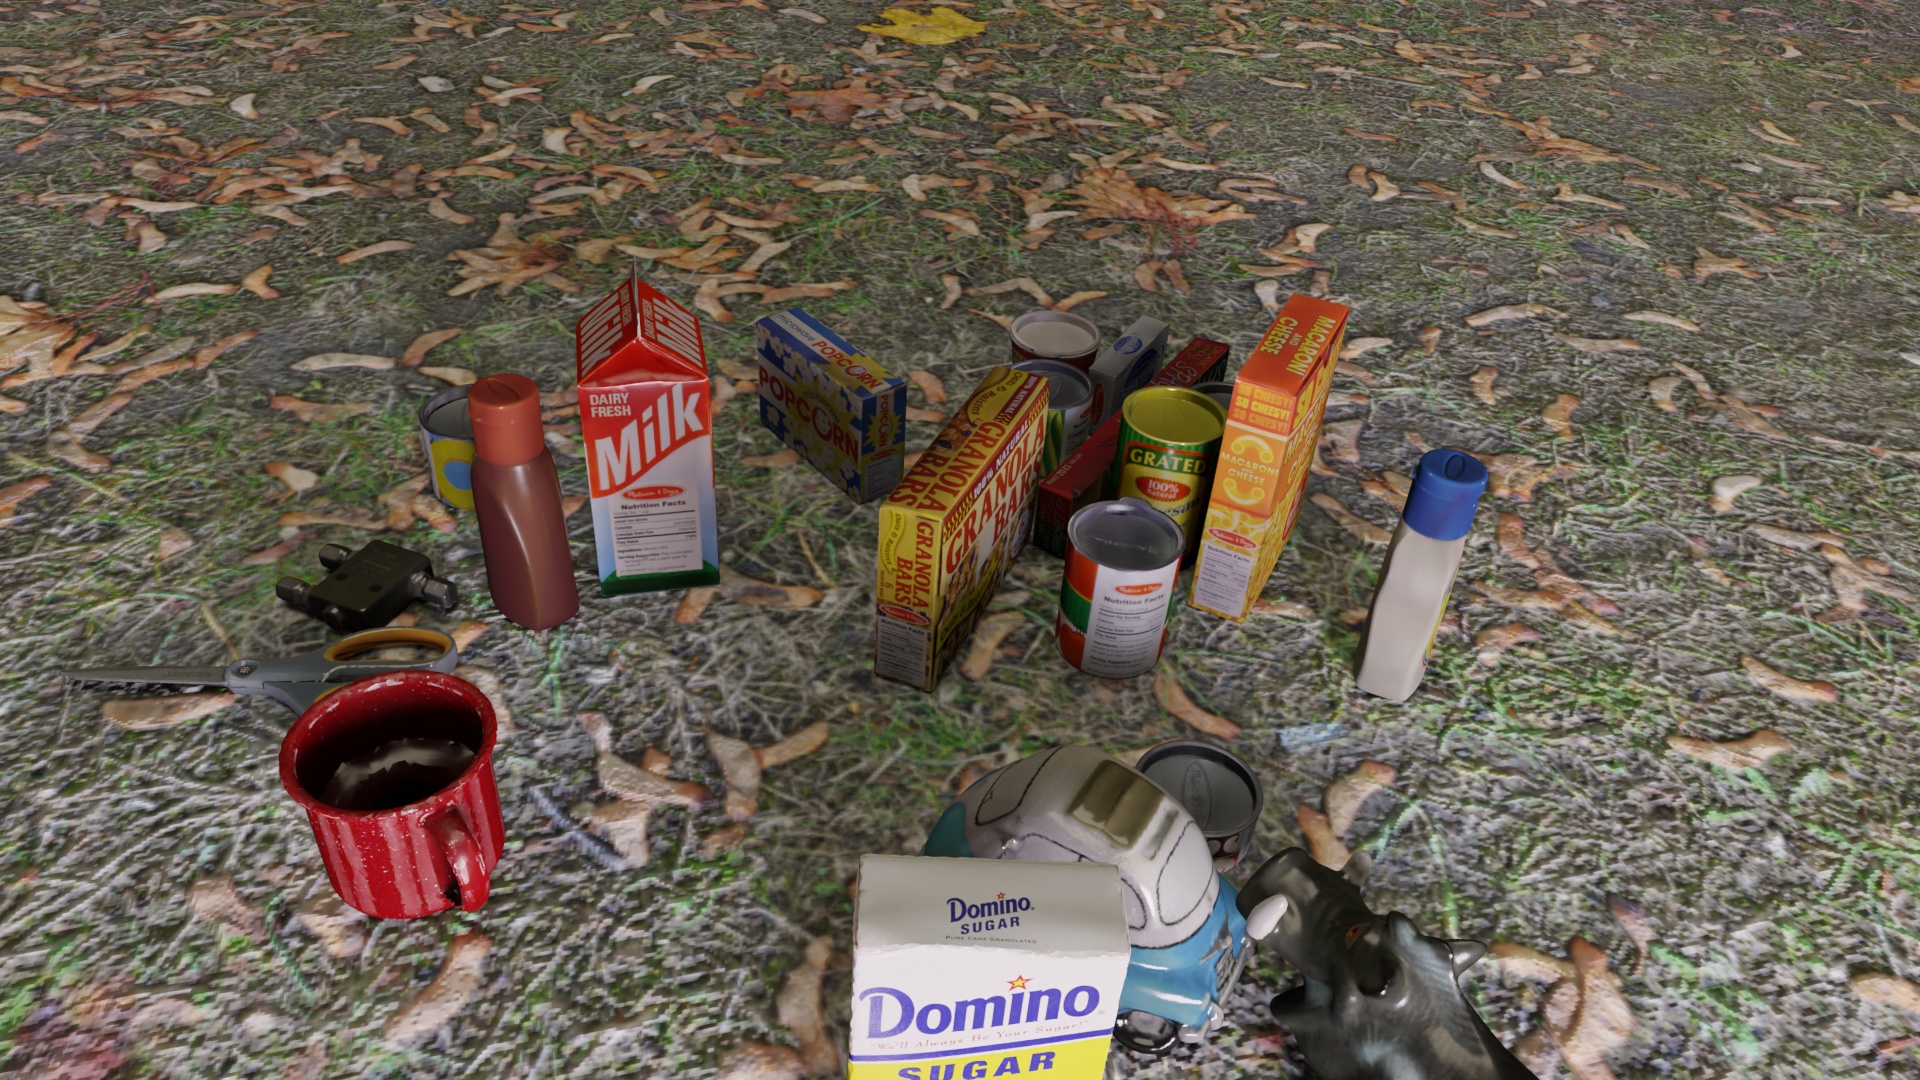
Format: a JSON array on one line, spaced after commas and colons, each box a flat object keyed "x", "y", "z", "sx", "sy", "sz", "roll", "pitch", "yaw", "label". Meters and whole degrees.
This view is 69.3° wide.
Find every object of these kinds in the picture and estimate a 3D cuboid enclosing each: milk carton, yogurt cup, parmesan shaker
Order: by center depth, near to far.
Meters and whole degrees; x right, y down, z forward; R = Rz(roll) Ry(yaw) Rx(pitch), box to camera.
[{"x": -0.183, "y": -0.065, "z": 0.813, "sx": 0.073, "sy": 0.189, "sz": 0.072, "roll": -5, "pitch": 38, "yaw": -13, "label": "milk carton"}, {"x": 0.131, "y": -0.037, "z": 0.882, "sx": 0.071, "sy": 0.102, "sz": 0.072, "roll": 3, "pitch": 37, "yaw": -2, "label": "parmesan shaker"}, {"x": 0.069, "y": -0.134, "z": 1.042, "sx": 0.072, "sy": 0.053, "sz": 0.073, "roll": 3, "pitch": 37, "yaw": -2, "label": "yogurt cup"}]

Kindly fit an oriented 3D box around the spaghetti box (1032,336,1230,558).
[{"x": 0.124, "y": -0.071, "z": 0.969, "sx": 0.029, "sy": 0.049, "sz": 0.251, "roll": 23, "pitch": 41, "yaw": 23, "label": "spaghetti box"}]

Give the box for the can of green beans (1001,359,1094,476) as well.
[{"x": 0.058, "y": -0.086, "z": 0.975, "sx": 0.071, "sy": 0.057, "sz": 0.071, "roll": 3, "pitch": 37, "yaw": -2, "label": "can of green beans"}]

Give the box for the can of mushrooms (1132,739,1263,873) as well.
[{"x": 0.117, "y": 0.136, "z": 0.711, "sx": 0.071, "sy": 0.033, "sz": 0.071, "roll": 3, "pitch": 37, "yaw": -2, "label": "can of mushrooms"}]

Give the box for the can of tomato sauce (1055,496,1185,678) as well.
[{"x": 0.091, "y": 0.027, "z": 0.809, "sx": 0.071, "sy": 0.082, "sz": 0.071, "roll": 3, "pitch": 37, "yaw": -2, "label": "can of tomato sauce"}]

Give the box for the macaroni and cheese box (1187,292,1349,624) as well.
[{"x": 0.190, "y": -0.051, "z": 0.854, "sx": 0.040, "sy": 0.165, "sz": 0.124, "roll": 19, "pitch": 40, "yaw": 19, "label": "macaroni and cheese box"}]

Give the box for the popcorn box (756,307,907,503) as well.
[{"x": -0.090, "y": -0.094, "z": 0.947, "sx": 0.038, "sy": 0.084, "sz": 0.127, "roll": -24, "pitch": 46, "yaw": -32, "label": "popcorn box"}]

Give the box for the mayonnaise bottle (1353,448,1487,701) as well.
[{"x": 0.259, "y": 0.019, "z": 0.786, "sx": 0.041, "sy": 0.147, "sz": 0.065, "roll": 18, "pitch": 39, "yaw": 17, "label": "mayonnaise bottle"}]

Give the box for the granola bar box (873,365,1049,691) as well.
[{"x": 0.003, "y": -0.010, "z": 0.816, "sx": 0.039, "sy": 0.123, "sz": 0.166, "roll": 17, "pitch": 39, "yaw": 16, "label": "granola bar box"}]

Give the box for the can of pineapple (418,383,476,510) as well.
[{"x": -0.311, "y": -0.061, "z": 0.902, "sx": 0.071, "sy": 0.057, "sz": 0.071, "roll": 3, "pitch": 37, "yaw": -2, "label": "can of pineapple"}]

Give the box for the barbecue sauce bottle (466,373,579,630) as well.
[{"x": -0.249, "y": -0.022, "z": 0.784, "sx": 0.044, "sy": 0.147, "sz": 0.065, "roll": -28, "pitch": 48, "yaw": -35, "label": "barbecue sauce bottle"}]

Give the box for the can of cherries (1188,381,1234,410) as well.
[{"x": 0.182, "y": -0.068, "z": 0.964, "sx": 0.071, "sy": 0.058, "sz": 0.072, "roll": 3, "pitch": 37, "yaw": -2, "label": "can of cherries"}]

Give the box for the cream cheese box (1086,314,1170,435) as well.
[{"x": 0.122, "y": -0.123, "z": 1.033, "sx": 0.024, "sy": 0.053, "sz": 0.104, "roll": 21, "pitch": 40, "yaw": 21, "label": "cream cheese box"}]
